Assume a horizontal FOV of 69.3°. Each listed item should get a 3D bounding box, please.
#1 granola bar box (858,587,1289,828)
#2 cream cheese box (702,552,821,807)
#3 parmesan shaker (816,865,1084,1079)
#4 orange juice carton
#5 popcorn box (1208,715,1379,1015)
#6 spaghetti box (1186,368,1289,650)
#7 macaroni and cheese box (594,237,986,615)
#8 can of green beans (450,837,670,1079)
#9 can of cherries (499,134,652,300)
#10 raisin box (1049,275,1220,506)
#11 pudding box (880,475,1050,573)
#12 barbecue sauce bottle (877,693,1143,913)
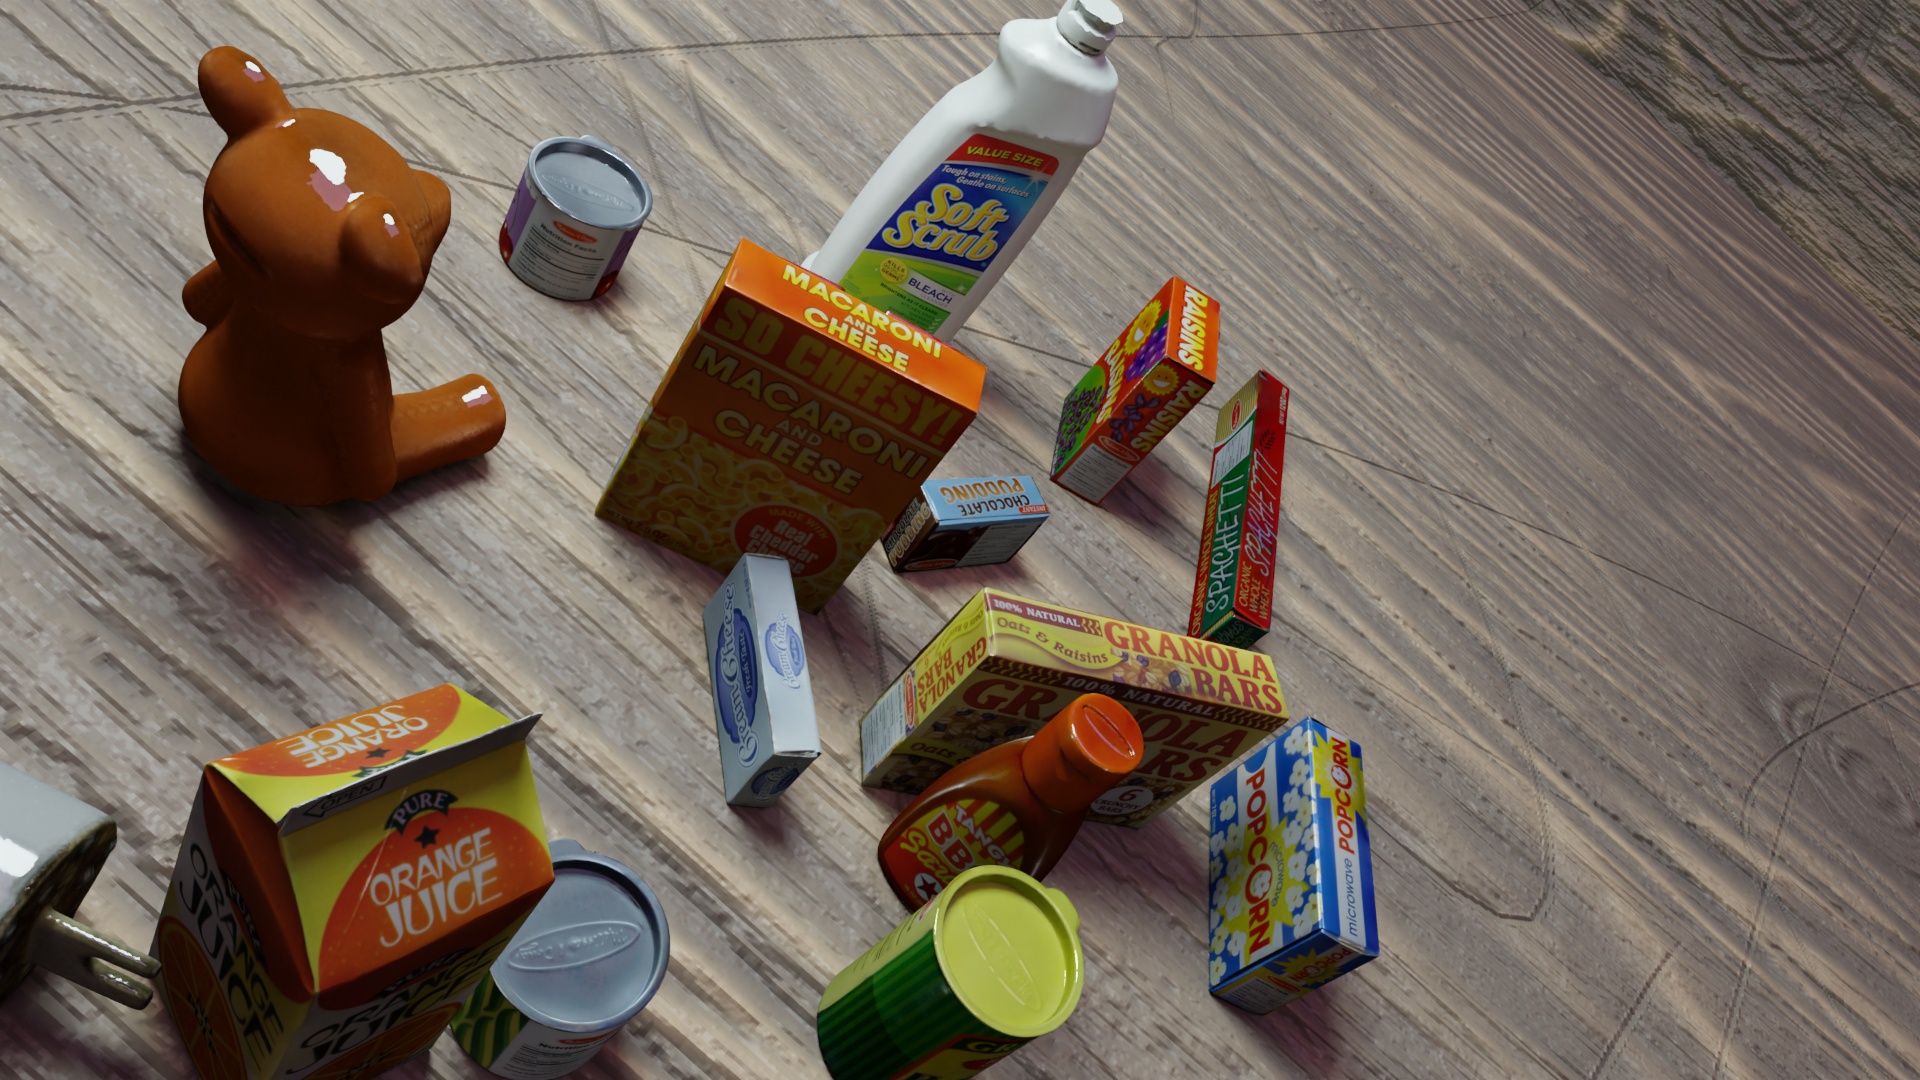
[{"bbox_3d":[0.052,0.085,0.666,0.166,0.123,0.039,14,48,-27],"label":"granola bar box"},{"bbox_3d":[-0.092,0.063,0.631,0.024,0.053,0.104,9,51,-31],"label":"cream cheese box"},{"bbox_3d":[-0.004,0.181,0.558,0.071,0.102,0.072,20,46,-22],"label":"parmesan shaker"},{"bbox_3d":[-0.184,0.109,0.419,0.072,0.191,0.073,-19,68,-45],"label":"orange juice carton"},{"bbox_3d":[0.167,0.166,0.712,0.038,0.084,0.127,27,43,-16],"label":"popcorn box"},{"bbox_3d":[0.184,-0.020,0.909,0.028,0.050,0.251,31,42,-12],"label":"spaghetti box"},{"bbox_3d":[-0.083,-0.047,0.647,0.124,0.165,0.040,26,44,-17],"label":"macaroni and cheese box"},{"bbox_3d":[-0.148,0.156,0.508,0.071,0.057,0.071,20,46,-22],"label":"can of green beans"},{"bbox_3d":[-0.206,-0.173,0.745,0.071,0.058,0.072,20,46,-22],"label":"can of cherries"},{"bbox_3d":[0.109,-0.091,0.859,0.040,0.122,0.086,29,43,-14],"label":"raisin box"},{"bbox_3d":[0.003,-0.010,0.766,0.084,0.049,0.030,-5,59,-39],"label":"pudding box"},{"bbox_3d":[0.023,0.117,0.599,0.065,0.147,0.044,47,42,6],"label":"barbecue sauce bottle"}]
